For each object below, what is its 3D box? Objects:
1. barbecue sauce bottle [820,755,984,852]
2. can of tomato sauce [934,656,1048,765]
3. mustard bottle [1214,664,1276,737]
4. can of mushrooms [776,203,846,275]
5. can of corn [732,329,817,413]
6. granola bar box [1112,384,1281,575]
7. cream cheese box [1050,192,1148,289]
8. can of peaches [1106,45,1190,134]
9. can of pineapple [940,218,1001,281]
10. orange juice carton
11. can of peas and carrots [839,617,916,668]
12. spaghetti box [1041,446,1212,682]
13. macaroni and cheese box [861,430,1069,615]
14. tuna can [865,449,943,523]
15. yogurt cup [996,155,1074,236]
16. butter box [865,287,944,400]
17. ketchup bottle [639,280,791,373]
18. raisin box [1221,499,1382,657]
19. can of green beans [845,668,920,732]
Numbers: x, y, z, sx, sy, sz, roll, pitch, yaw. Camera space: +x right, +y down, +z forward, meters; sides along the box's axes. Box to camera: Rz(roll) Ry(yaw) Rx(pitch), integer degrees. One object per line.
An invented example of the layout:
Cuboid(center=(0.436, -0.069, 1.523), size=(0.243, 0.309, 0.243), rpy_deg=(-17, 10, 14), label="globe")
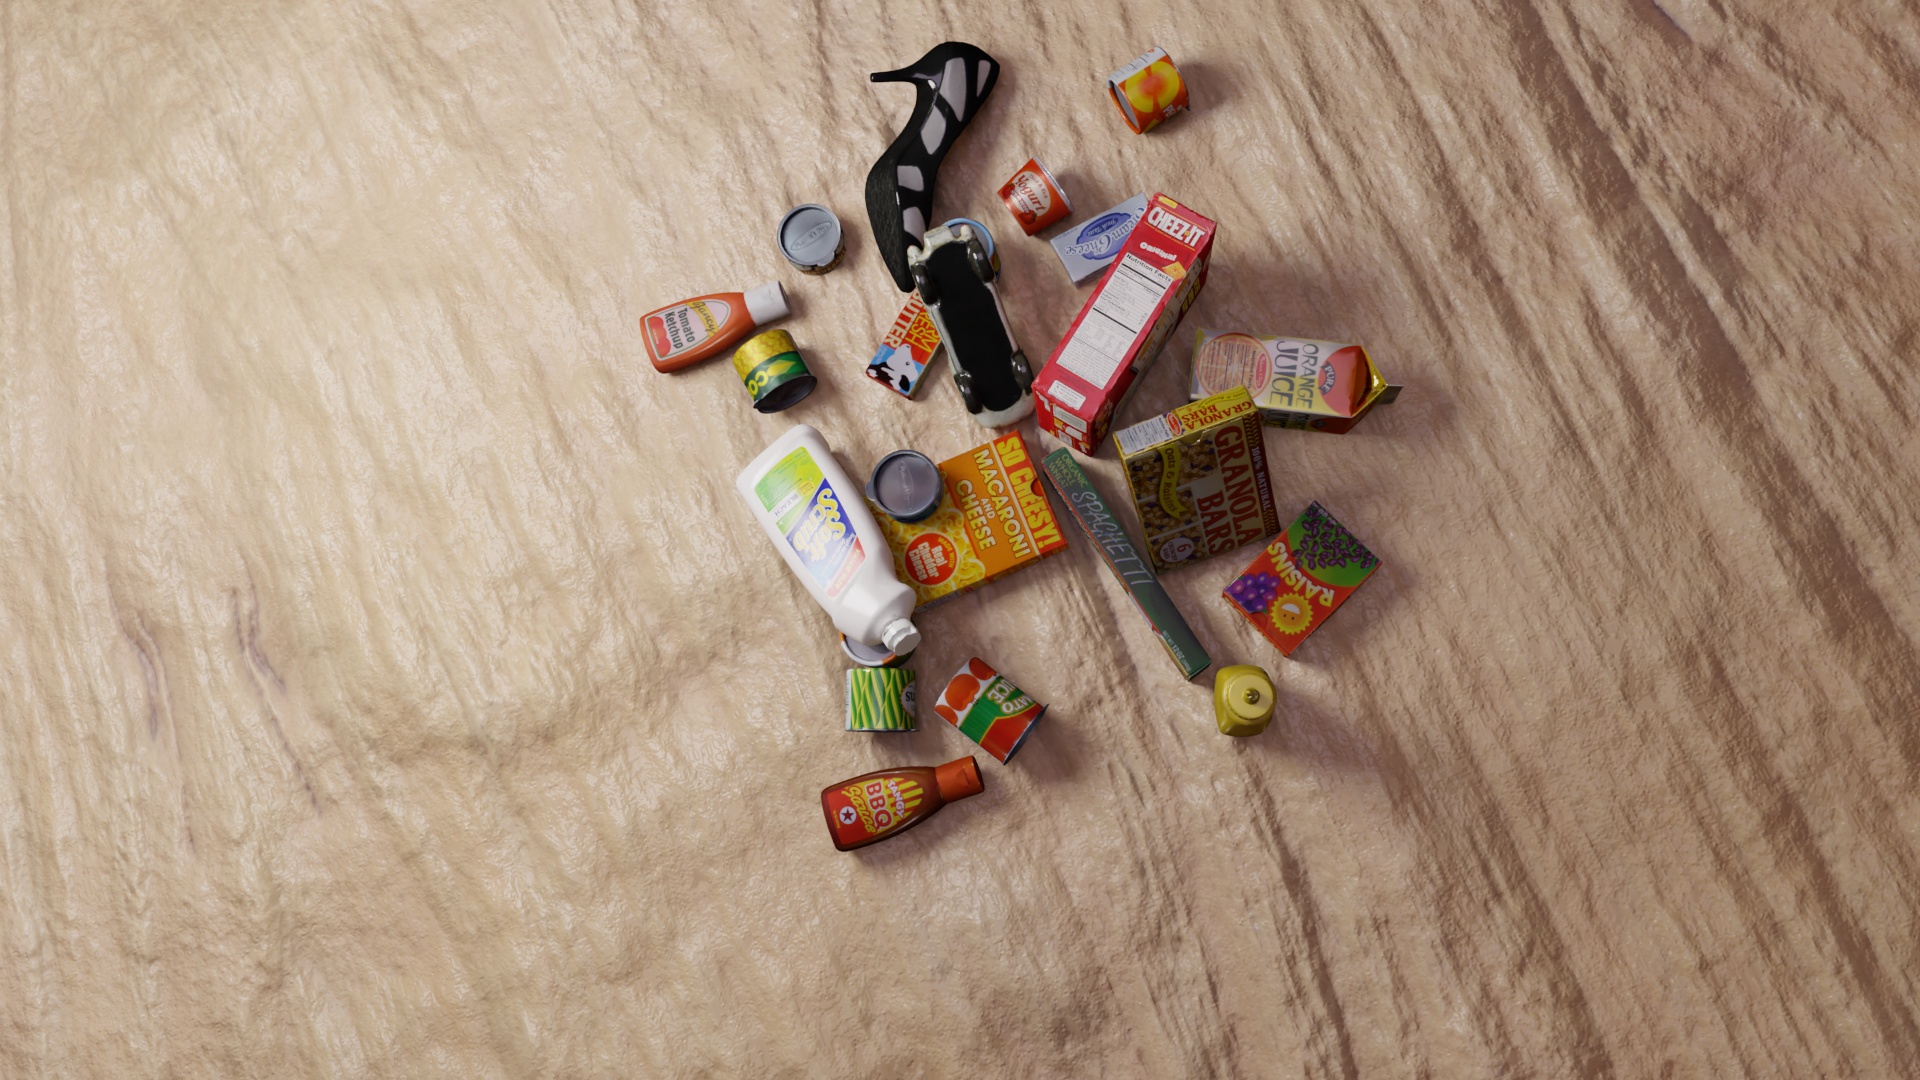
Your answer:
Cuboid(center=(-0.053, 0.241, 1.303), size=(0.148, 0.043, 0.065), rpy_deg=(-19, 78, 4), label="barbecue sauce bottle")
Cuboid(center=(0.028, 0.157, 1.294), size=(0.083, 0.071, 0.071), rpy_deg=(36, 87, 12), label="can of tomato sauce")
Cuboid(center=(0.251, 0.140, 1.221), size=(0.049, 0.160, 0.065), rpy_deg=(-3, 82, 6), label="mustard bottle")
Cuboid(center=(-0.150, -0.304, 1.415), size=(0.071, 0.033, 0.071), rpy_deg=(-1, 80, 7), label="can of mushrooms")
Cuboid(center=(-0.187, -0.167, 1.378), size=(0.071, 0.071, 0.058), rpy_deg=(-30, 77, 2), label="can of corn")
Cuboid(center=(0.217, -0.050, 1.259), size=(0.124, 0.164, 0.039), rpy_deg=(-20, 46, 4), label="granola bar box")
Cuboid(center=(0.147, -0.297, 1.379), size=(0.104, 0.024, 0.053), rpy_deg=(-27, 79, 2), label="cream cheese box")
Cuboid(center=(0.187, -0.444, 1.379), size=(0.058, 0.071, 0.071), rpy_deg=(-31, 78, 2), label="can of peaches")
Cuboid(center=(0.004, -0.281, 1.378), size=(0.071, 0.058, 0.071), rpy_deg=(-1, 80, 8), label="can of pineapple")
Cuboid(center=(0.313, -0.147, 1.307), size=(0.193, 0.071, 0.073), rpy_deg=(7, 82, 9), label="orange juice carton")
Cuboid(center=(-0.077, 0.087, 1.325), size=(0.071, 0.058, 0.071), rpy_deg=(-1, 81, 7), label="can of peas and carrots")
Cuboid(center=(0.155, 0.021, 1.310), size=(0.029, 0.050, 0.250), rpy_deg=(-33, 78, -1), label="spaghetti box")
Cuboid(center=(0.005, -0.017, 1.341), size=(0.166, 0.040, 0.124), rpy_deg=(-23, 79, 3), label="macaroni and cheese box")
Cuboid(center=(-0.053, -0.050, 1.317), size=(0.071, 0.033, 0.071), rpy_deg=(-2, 79, 8), label="tuna can")
Cuboid(center=(0.073, -0.339, 1.377), size=(0.054, 0.072, 0.072), rpy_deg=(-36, 78, 9), label="yogurt cup")
Cuboid(center=(-0.046, -0.197, 1.388), size=(0.053, 0.024, 0.103), rpy_deg=(29, 86, 11), label="butter box")
Cuboid(center=(-0.247, -0.222, 1.409), size=(0.149, 0.043, 0.065), rpy_deg=(-20, 78, 3), label="ketchup bottle")
Cuboid(center=(0.316, 0.037, 1.292), size=(0.123, 0.040, 0.086), rpy_deg=(-44, 79, -1), label="raisin box")
Cuboid(center=(-0.075, 0.151, 1.310), size=(0.071, 0.071, 0.058), rpy_deg=(-1, 80, 8), label="can of green beans")
